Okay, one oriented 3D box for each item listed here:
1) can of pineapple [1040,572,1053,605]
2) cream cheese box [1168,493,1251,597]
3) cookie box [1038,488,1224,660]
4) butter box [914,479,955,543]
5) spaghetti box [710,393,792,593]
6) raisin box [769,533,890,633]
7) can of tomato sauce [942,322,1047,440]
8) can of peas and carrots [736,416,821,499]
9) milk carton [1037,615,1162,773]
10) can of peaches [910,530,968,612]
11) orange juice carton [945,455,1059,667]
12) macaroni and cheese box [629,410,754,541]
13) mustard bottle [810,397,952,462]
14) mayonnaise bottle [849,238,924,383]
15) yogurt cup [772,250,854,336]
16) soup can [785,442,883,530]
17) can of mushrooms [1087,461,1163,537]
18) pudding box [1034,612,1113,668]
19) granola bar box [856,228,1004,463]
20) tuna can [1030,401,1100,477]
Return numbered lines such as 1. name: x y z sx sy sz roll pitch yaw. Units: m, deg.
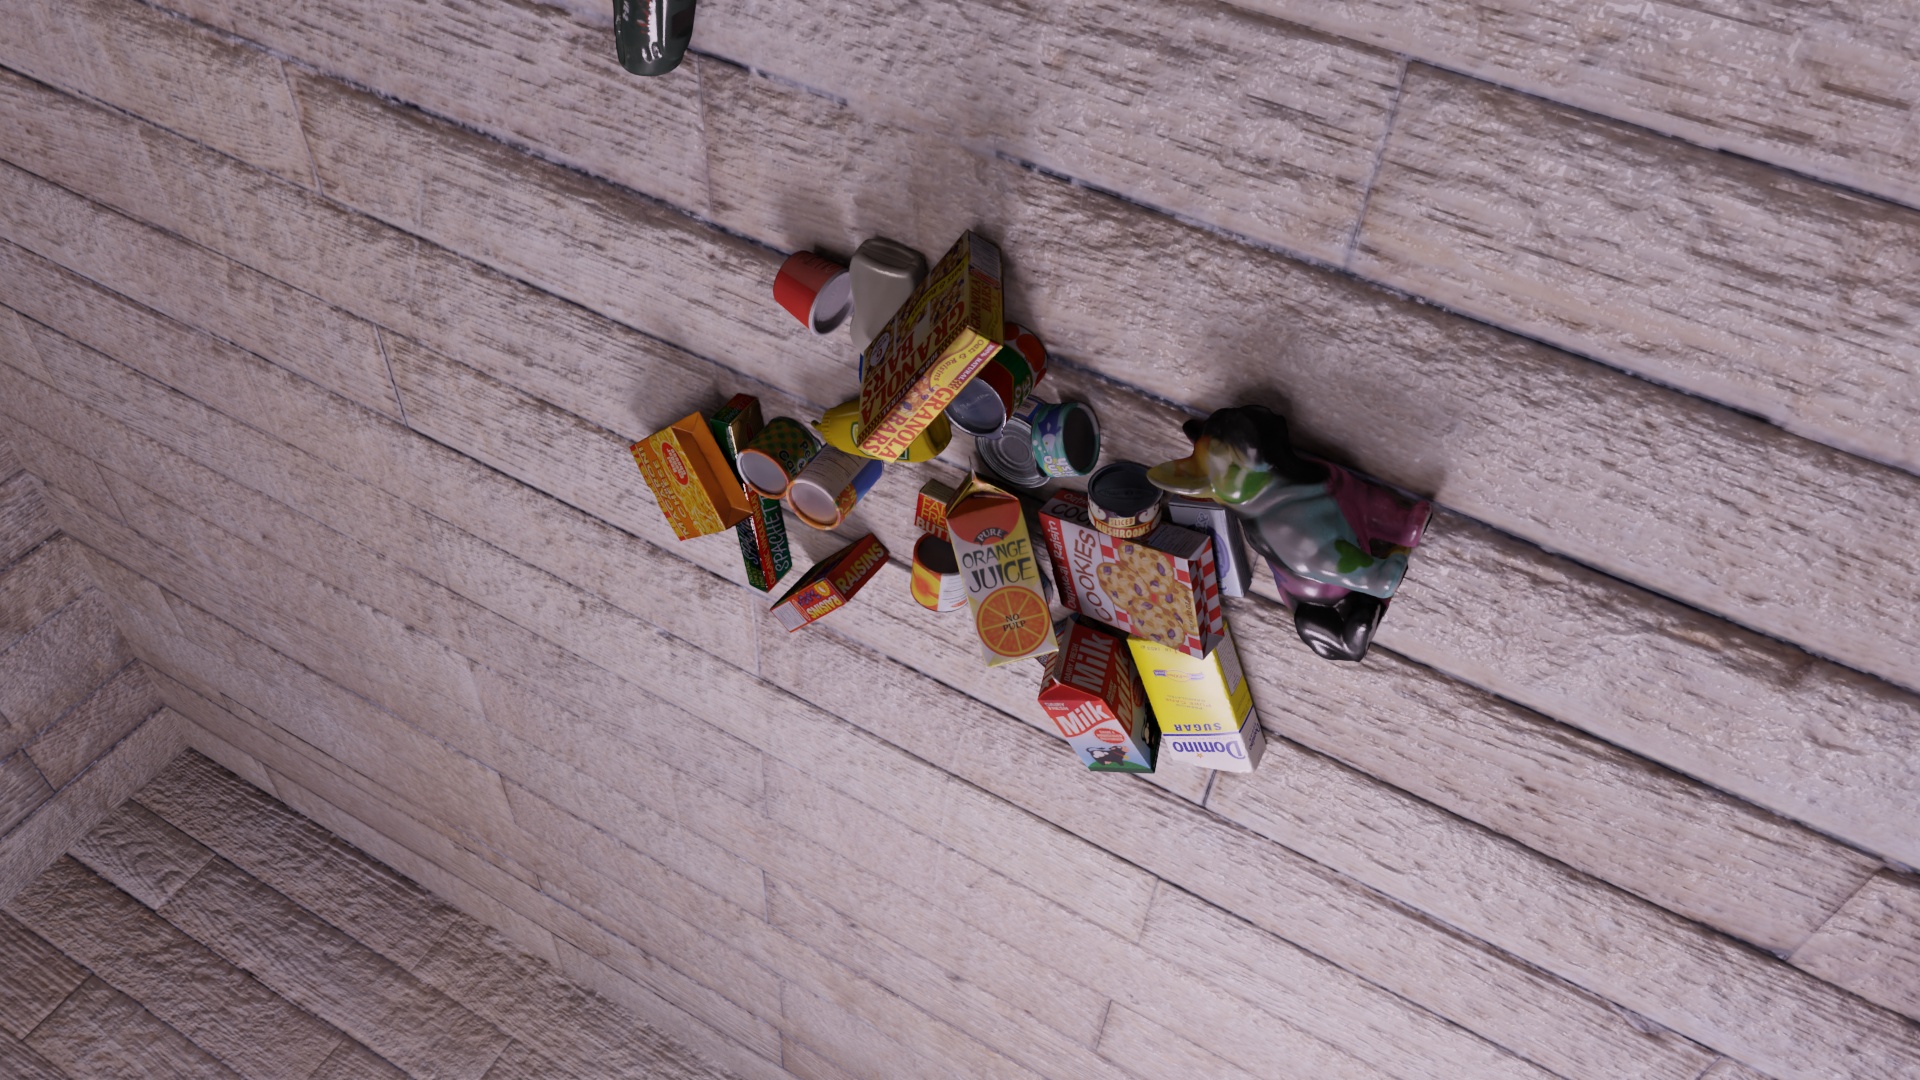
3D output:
1. can of pineapple: 0.050 0.062 1.405 0.071 0.058 0.070 21 139 20
2. cream cheese box: 0.224 0.003 1.240 0.053 0.024 0.103 7 132 35
3. cookie box: 0.156 0.030 1.281 0.167 0.040 0.122 20 140 38
4. butter box: 0.005 -0.017 1.388 0.103 0.024 0.052 25 139 14
5. spaghetti box: -0.226 -0.047 1.516 0.029 0.050 0.248 20 138 24
6. raisin box: -0.143 0.046 1.515 0.040 0.086 0.123 52 140 -10
7. can of tomato sauce: 0.030 -0.138 1.201 0.071 0.083 0.070 21 139 20
8. can of peas and carrots: -0.188 -0.084 1.442 0.071 0.059 0.070 21 139 20
9. milk carton: 0.135 0.155 1.378 0.073 0.073 0.190 -4 141 29
10. can of peaches: -0.019 0.029 1.420 0.071 0.071 0.057 25 140 16
11. orange juice carton: 0.033 0.015 1.315 0.073 0.072 0.192 -15 100 2
12. macaroni and cheese box: -0.295 -0.066 1.503 0.166 0.040 0.123 -10 109 61
13. mustard bottle: -0.086 -0.109 1.346 0.160 0.049 0.065 2 128 36
14. mayonnaise bottle: -0.070 -0.199 1.253 0.065 0.041 0.147 22 141 10
15. yogurt cup: -0.132 -0.226 1.256 0.054 0.073 0.072 34 142 18
16. soup can: -0.127 -0.059 1.401 0.071 0.084 0.071 21 139 20
17. can of mushrooms: 0.145 -0.034 1.226 0.071 0.071 0.033 19 139 22
18. pudding box: 0.113 0.106 1.423 0.049 0.030 0.083 45 141 -9
19. granola bar box: -0.026 -0.160 1.163 0.039 0.125 0.164 24 134 -25
20. tuna can: 0.092 -0.086 1.215 0.033 0.071 0.070 -2 127 37
